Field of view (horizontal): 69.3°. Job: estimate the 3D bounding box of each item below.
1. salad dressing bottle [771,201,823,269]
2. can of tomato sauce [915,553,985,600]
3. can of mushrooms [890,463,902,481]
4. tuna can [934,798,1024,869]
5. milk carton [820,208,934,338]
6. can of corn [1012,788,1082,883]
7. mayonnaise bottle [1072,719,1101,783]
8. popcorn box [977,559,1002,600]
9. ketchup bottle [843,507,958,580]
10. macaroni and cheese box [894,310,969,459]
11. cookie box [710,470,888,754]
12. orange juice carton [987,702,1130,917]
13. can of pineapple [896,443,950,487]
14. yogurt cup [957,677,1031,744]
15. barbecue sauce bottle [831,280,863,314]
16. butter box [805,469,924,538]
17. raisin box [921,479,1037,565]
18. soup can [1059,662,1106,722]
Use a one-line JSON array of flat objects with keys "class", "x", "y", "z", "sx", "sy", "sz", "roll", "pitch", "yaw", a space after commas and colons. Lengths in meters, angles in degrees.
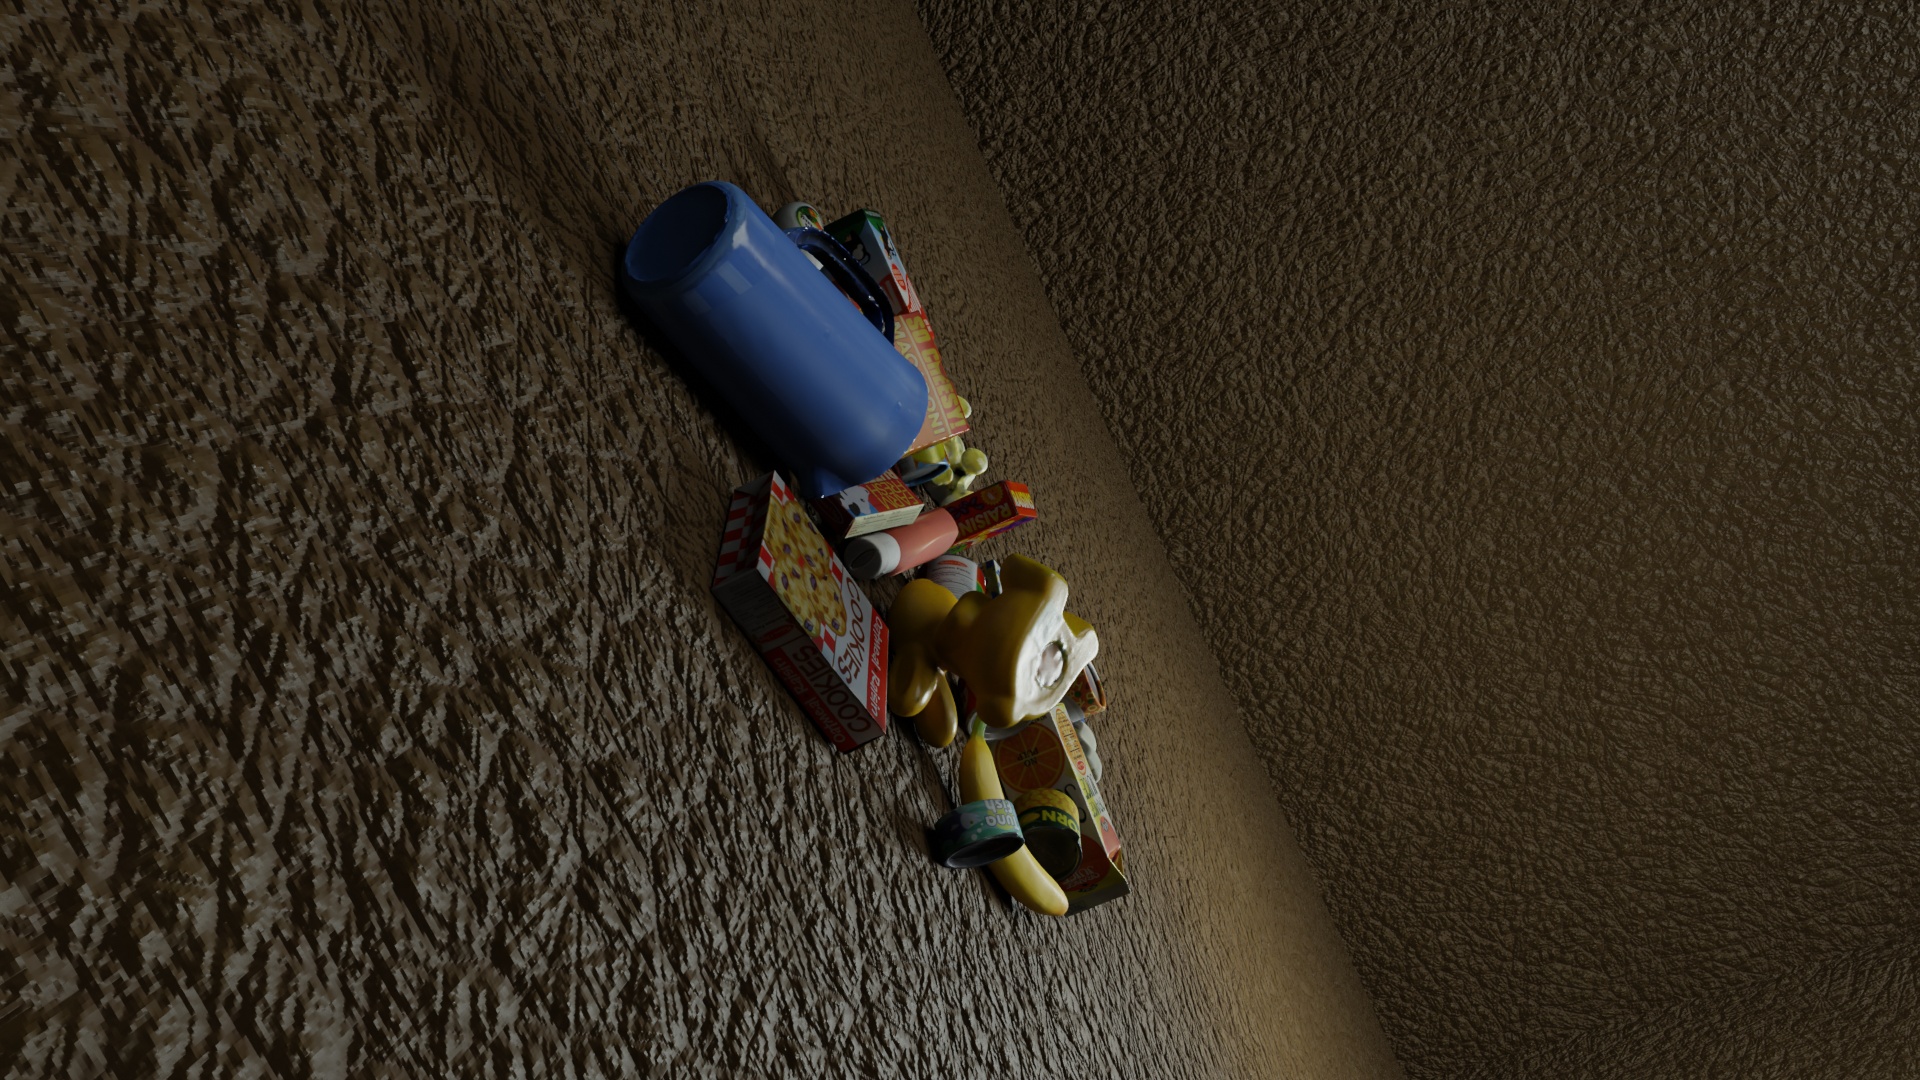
[{"class": "salad dressing bottle", "x": -0.155, "y": -0.269, "z": 1.325, "sx": 0.064, "sy": 0.044, "sz": 0.148, "roll": 56, "pitch": 18, "yaw": -38}, {"class": "can of tomato sauce", "x": -0.010, "y": 0.063, "z": 1.278, "sx": 0.071, "sy": 0.071, "sz": 0.083, "roll": 59, "pitch": 16, "yaw": -27}, {"class": "can of mushrooms", "x": -0.081, "y": -0.062, "z": 1.286, "sx": 0.071, "sy": 0.033, "sz": 0.071, "roll": 59, "pitch": 15, "yaw": -26}, {"class": "tuna can", "x": 0.016, "y": 0.230, "z": 1.092, "sx": 0.071, "sy": 0.071, "sz": 0.033, "roll": 43, "pitch": 25, "yaw": -58}, {"class": "milk carton", "x": -0.088, "y": -0.252, "z": 1.485, "sx": 0.190, "sy": 0.073, "sz": 0.072, "roll": 65, "pitch": 14, "yaw": -5}, {"class": "can of corn", "x": 0.078, "y": 0.266, "z": 1.260, "sx": 0.071, "sy": 0.071, "sz": 0.058, "roll": 60, "pitch": 14, "yaw": -23}, {"class": "mayonnaise bottle", "x": 0.118, "y": 0.225, "z": 1.501, "sx": 0.041, "sy": 0.064, "sz": 0.148, "roll": 59, "pitch": 11, "yaw": -14}, {"class": "popcorn box", "x": 0.044, "y": 0.094, "z": 1.483, "sx": 0.085, "sy": 0.038, "sz": 0.127, "roll": 53, "pitch": 19, "yaw": -42}, {"class": "ketchup bottle", "x": -0.055, "y": 0.006, "z": 1.221, "sx": 0.043, "sy": 0.064, "sz": 0.149, "roll": 56, "pitch": 22, "yaw": 5}, {"class": "macaroni and cheese box", "x": -0.077, "y": -0.131, "z": 1.241, "sx": 0.167, "sy": 0.040, "sz": 0.123, "roll": -24, "pitch": 91, "yaw": -46}, {"class": "cookie box", "x": -0.109, "y": 0.051, "z": 0.987, "sx": 0.167, "sy": 0.040, "sz": 0.123, "roll": 57, "pitch": 17, "yaw": -30}, {"class": "orange juice carton", "x": 0.097, "y": 0.260, "z": 1.338, "sx": 0.193, "sy": 0.072, "sz": 0.073, "roll": 68, "pitch": 14, "yaw": 10}, {"class": "can of pineapple", "x": -0.048, "y": -0.090, "z": 1.378, "sx": 0.058, "sy": 0.071, "sz": 0.071, "roll": 70, "pitch": 14, "yaw": 10}, {"class": "yogurt cup", "x": 0.031, "y": 0.147, "z": 1.299, "sx": 0.072, "sy": 0.072, "sz": 0.054, "roll": 51, "pitch": 13, "yaw": -48}, {"class": "barbecue sauce bottle", "x": -0.099, "y": -0.188, "z": 1.401, "sx": 0.065, "sy": 0.043, "sz": 0.148, "roll": 11, "pitch": 57, "yaw": -81}, {"class": "butter box", "x": -0.080, "y": -0.033, "z": 1.163, "sx": 0.053, "sy": 0.024, "sz": 0.104, "roll": 45, "pitch": 28, "yaw": 19}, {"class": "raisin box", "x": 0.005, "y": -0.017, "z": 1.342, "sx": 0.040, "sy": 0.123, "sz": 0.086, "roll": 69, "pitch": 14, "yaw": 7}, {"class": "soup can", "x": 0.107, "y": 0.169, "z": 1.499, "sx": 0.071, "sy": 0.083, "sz": 0.072, "roll": 59, "pitch": 16, "yaw": -28}]
